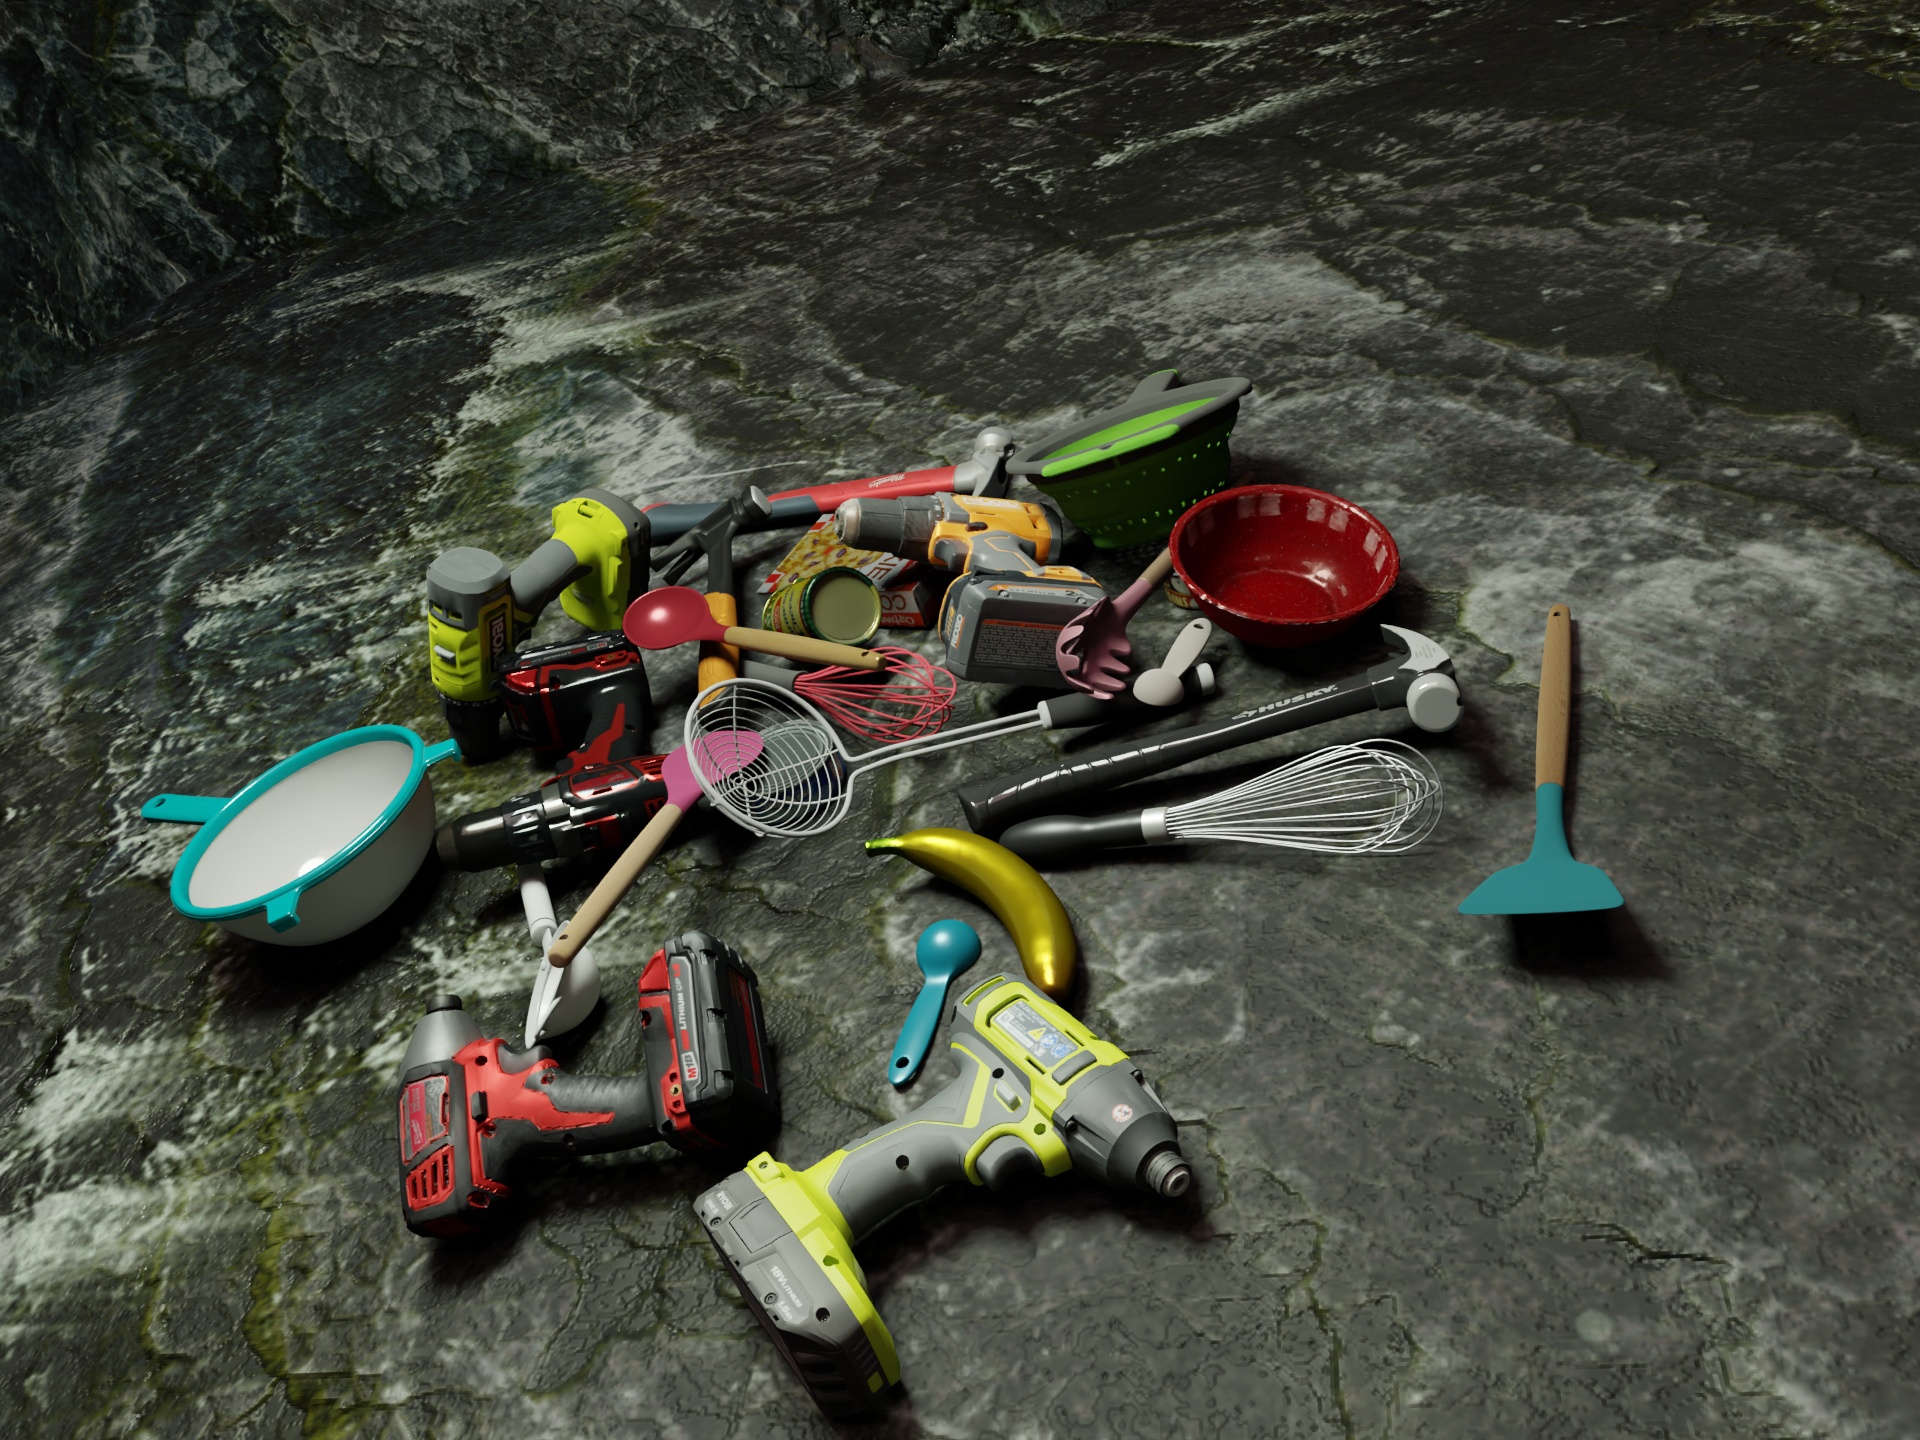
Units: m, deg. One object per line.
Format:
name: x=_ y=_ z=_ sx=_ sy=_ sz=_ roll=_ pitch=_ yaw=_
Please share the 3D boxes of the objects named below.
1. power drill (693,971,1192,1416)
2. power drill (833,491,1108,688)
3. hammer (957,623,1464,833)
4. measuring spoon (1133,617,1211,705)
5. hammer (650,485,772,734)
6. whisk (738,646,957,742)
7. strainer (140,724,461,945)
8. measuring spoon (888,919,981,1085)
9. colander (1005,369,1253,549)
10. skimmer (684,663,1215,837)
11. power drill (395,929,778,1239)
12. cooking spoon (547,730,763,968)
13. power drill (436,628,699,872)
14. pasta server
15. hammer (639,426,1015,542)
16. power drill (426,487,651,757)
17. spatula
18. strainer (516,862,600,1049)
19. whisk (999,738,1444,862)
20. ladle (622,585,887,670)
power drill: x=-0.006 y=0.236 z=0.810 sx=0.223 sy=0.080 sz=0.171 roll=-32 pitch=35 yaw=-20
power drill: x=0.007 y=-0.113 z=1.224 sx=0.185 sy=0.084 sz=0.226 roll=4 pitch=30 yaw=-17
hammer: x=0.154 y=0.013 z=1.043 sx=0.335 sy=0.035 sz=0.146 roll=-17 pitch=15 yaw=15
measuring spoon: x=0.153 y=-0.047 z=1.108 sx=0.034 sy=0.018 sz=0.124 roll=15 pitch=36 yaw=19
hammer: x=-0.211 y=-0.087 z=1.350 sx=0.127 sy=0.034 sz=0.337 roll=-34 pitch=32 yaw=13
whisk: x=-0.111 y=-0.026 z=1.243 sx=0.296 sy=0.073 sz=0.073 roll=8 pitch=43 yaw=45
strainer: x=-0.536 y=0.103 z=1.263 sx=0.340 sy=0.095 sz=0.211 roll=1 pitch=41 yaw=37
measuring spoon: x=-0.022 y=0.165 z=0.960 sx=0.042 sy=0.021 sz=0.129 roll=-4 pitch=36 yaw=23
colander: x=0.164 y=-0.226 z=1.352 sx=0.204 sy=0.094 sz=0.397 roll=-16 pitch=16 yaw=18
skimmer: x=-0.002 y=-0.003 z=1.087 sx=0.363 sy=0.090 sz=0.127 roll=-13 pitch=58 yaw=-3
power drill: x=-0.228 y=0.207 z=0.935 sx=0.219 sy=0.078 sz=0.143 roll=-19 pitch=60 yaw=7
cooking spoon: x=-0.202 y=0.074 z=1.063 sx=0.069 sy=0.017 sz=0.319 roll=1 pitch=24 yaw=12
power drill: x=-0.312 y=0.030 z=1.233 sx=0.188 sy=0.080 sz=0.227 roll=-15 pitch=36 yaw=-11
pasta server: x=0.153 y=-0.110 z=1.160 sx=0.040 sy=0.060 sz=0.316 roll=-7 pitch=28 yaw=42
hammer: x=-0.143 y=-0.200 z=1.511 sx=0.386 sy=0.038 sz=0.143 roll=-6 pitch=39 yaw=22
power drill: x=-0.369 y=-0.088 z=1.378 sx=0.080 sy=0.190 sz=0.228 roll=24 pitch=39 yaw=17
spatula: x=0.352 y=0.017 z=0.945 sx=0.082 sy=0.044 sz=0.318 roll=-6 pitch=36 yaw=27
strainer: x=-0.286 y=0.151 z=1.107 sx=0.087 sy=0.050 sz=0.259 roll=-65 pitch=28 yaw=13
whisk: x=0.154 y=0.062 z=0.985 sx=0.284 sy=0.070 sz=0.070 roll=-10 pitch=36 yaw=25
ladle: x=-0.159 y=-0.064 z=1.214 sx=0.316 sy=0.031 sz=0.069 roll=13 pitch=54 yaw=46
